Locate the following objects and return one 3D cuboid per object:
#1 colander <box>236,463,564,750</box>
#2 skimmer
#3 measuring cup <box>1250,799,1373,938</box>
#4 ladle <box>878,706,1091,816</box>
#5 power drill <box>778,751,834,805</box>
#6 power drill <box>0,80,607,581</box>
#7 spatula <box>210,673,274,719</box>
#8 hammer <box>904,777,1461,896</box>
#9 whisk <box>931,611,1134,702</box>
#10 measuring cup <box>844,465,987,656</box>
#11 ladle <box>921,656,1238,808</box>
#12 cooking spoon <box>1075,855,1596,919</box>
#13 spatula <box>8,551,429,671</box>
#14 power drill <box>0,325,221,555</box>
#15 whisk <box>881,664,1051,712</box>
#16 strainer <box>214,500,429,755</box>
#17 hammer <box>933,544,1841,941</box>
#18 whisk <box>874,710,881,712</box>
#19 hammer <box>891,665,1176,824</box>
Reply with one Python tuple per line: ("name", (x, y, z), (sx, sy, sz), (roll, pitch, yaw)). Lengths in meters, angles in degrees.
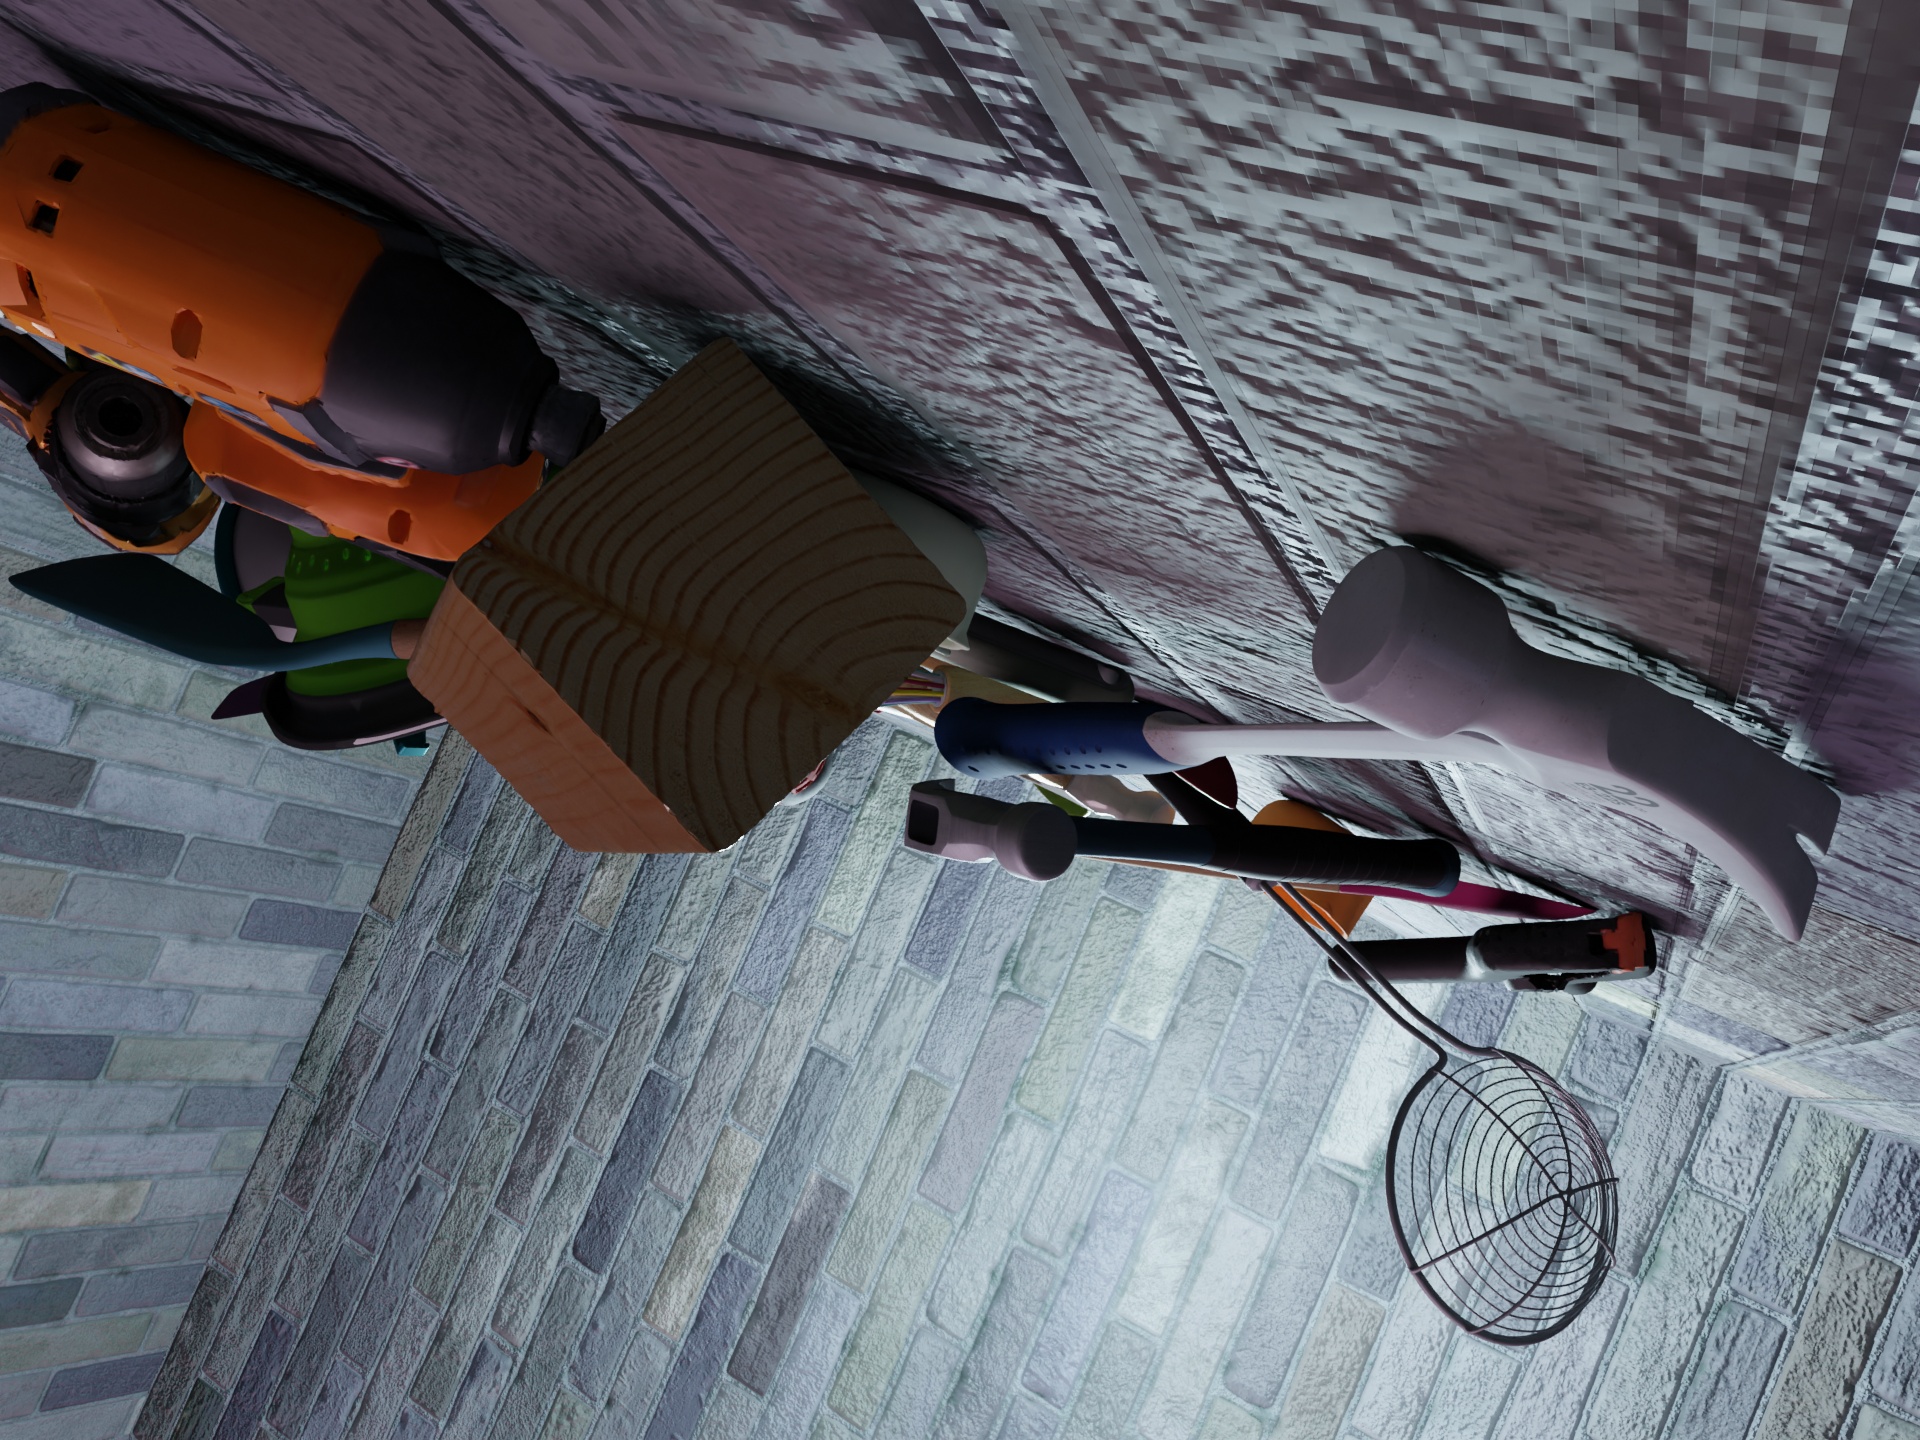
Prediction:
("colander", (-0.289, -0.085, 0.780), (0.397, 0.204, 0.094), (8, 126, 46))
("skimmer", (0.184, 0.139, 0.807), (0.127, 0.090, 0.364), (-11, -140, -27))
("measuring cup", (0.182, 0.061, 0.961), (0.173, 0.052, 0.095), (41, 172, -15))
("ladle", (-0.010, 0.008, 1.001), (0.078, 0.062, 0.320), (34, -168, 40))
("power drill", (-0.187, -0.047, 0.967), (0.227, 0.080, 0.187), (36, 171, 27))
("power drill", (-0.185, -0.101, 0.497), (0.164, 0.084, 0.226), (22, 174, -7))
("spatula", (-0.218, -0.041, 0.803), (0.316, 0.018, 0.060), (-11, -154, 1))
("hammer", (0.118, 0.059, 0.731), (0.330, 0.033, 0.128), (8, 179, -36))
("whisk", (-0.035, -0.049, 0.648), (0.246, 0.059, 0.058), (20, -145, -19))
("measuring cup", (-0.019, -0.050, 0.547), (0.083, 0.038, 0.167), (23, 179, 12))
("ladle", (0.026, -0.019, 0.868), (0.316, 0.031, 0.069), (23, 178, 42))
("cooking spoon", (0.187, 0.086, 0.892), (0.319, 0.017, 0.068), (7, 173, 13))
("spatula", (-0.193, -0.042, 0.610), (0.317, 0.044, 0.082), (0, -167, 6))
("power drill", (-0.385, -0.151, 0.604), (0.226, 0.084, 0.185), (40, 164, -20))
("whisk", (-0.027, -0.013, 0.698), (0.244, 0.051, 0.047), (5, 173, -30))
("strainer", (-0.400, -0.154, 1.008), (0.340, 0.211, 0.095), (44, 134, -15))
("hammer", (0.079, 0.009, 0.505), (0.144, 0.035, 0.405), (24, 172, -17))
("whisk", (-0.129, -0.061, 1.086), (0.073, 0.073, 0.295), (22, 170, 30))
("hammer", (-0.001, -0.003, 0.847), (0.130, 0.031, 0.331), (25, 178, 33))
